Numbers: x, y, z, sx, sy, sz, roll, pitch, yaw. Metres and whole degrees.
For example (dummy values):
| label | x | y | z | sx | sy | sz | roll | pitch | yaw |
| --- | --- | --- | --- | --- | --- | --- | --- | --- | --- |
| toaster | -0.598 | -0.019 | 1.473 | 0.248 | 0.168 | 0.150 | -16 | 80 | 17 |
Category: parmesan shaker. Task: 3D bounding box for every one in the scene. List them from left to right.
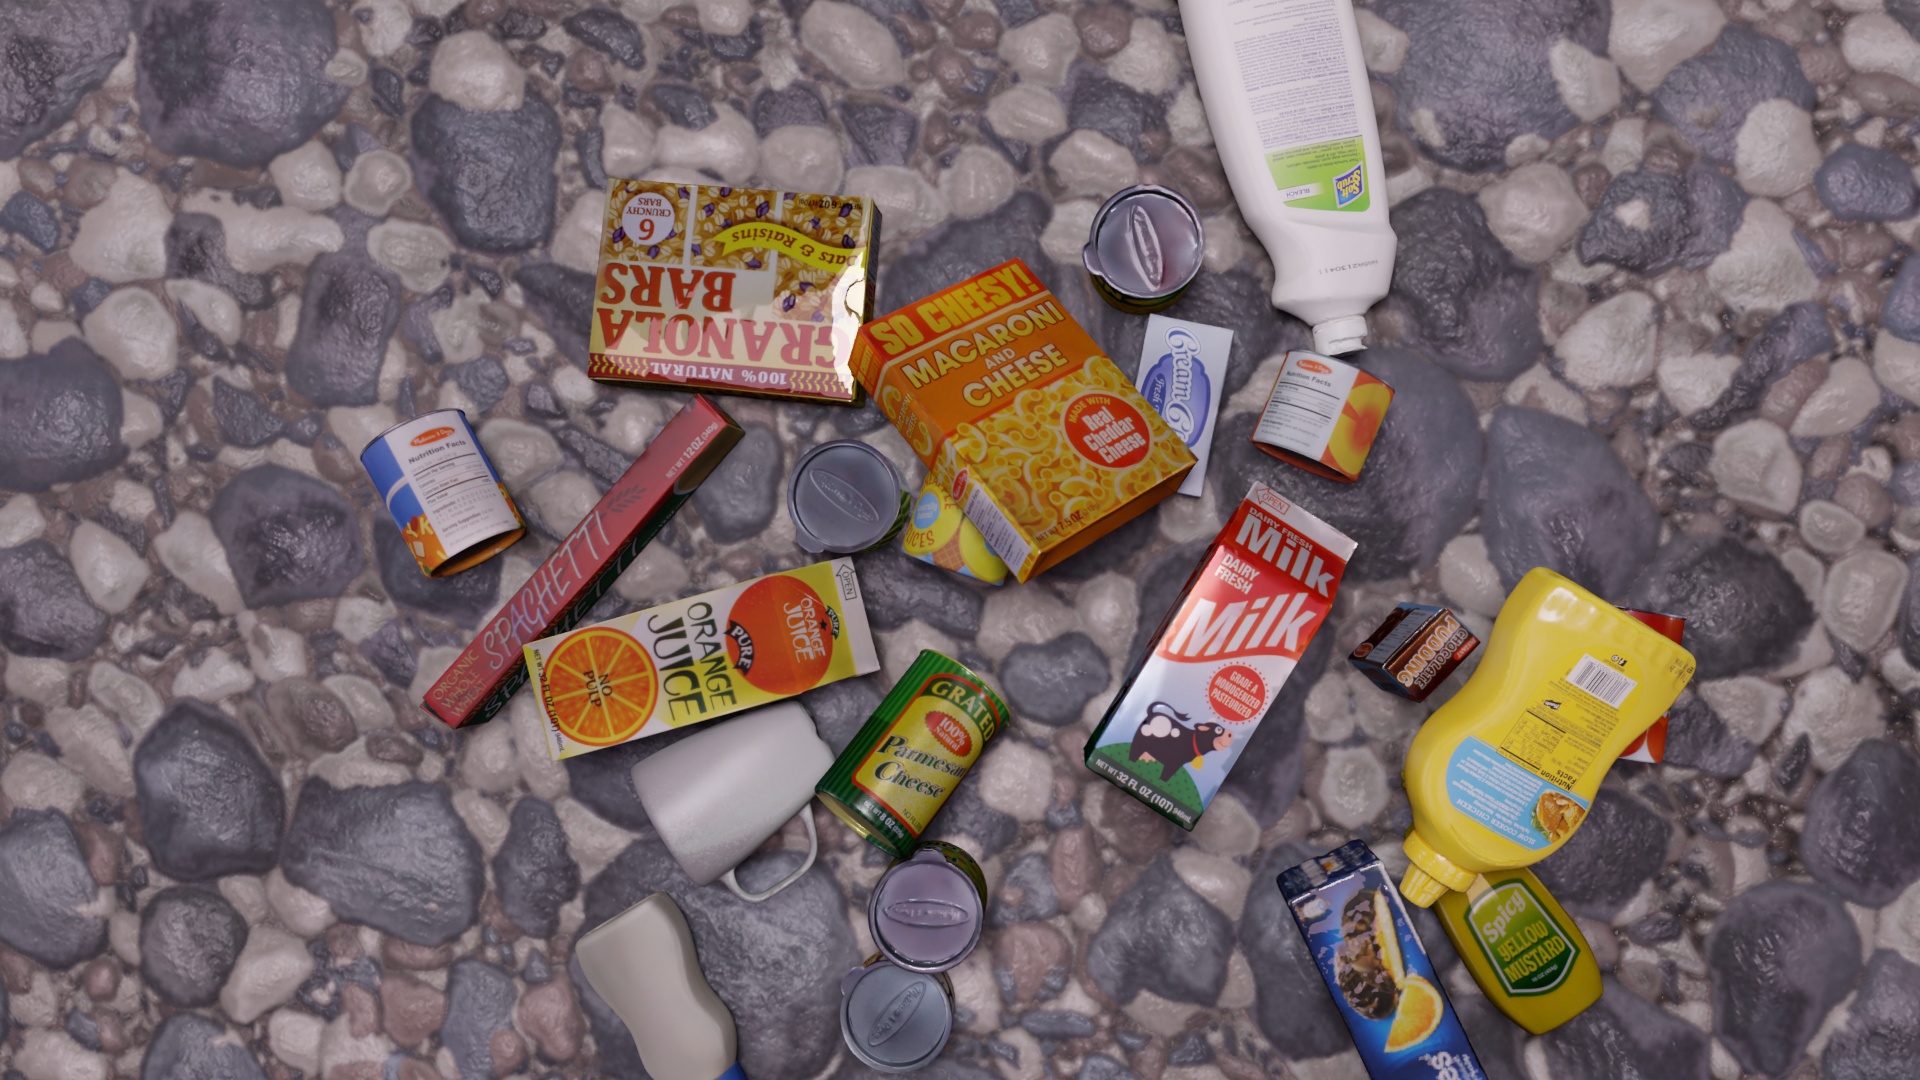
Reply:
| label | x | y | z | sx | sy | sz | roll | pitch | yaw |
| --- | --- | --- | --- | --- | --- | --- | --- | --- | --- |
| parmesan shaker | -0.025 | 0.124 | 0.800 | 0.071 | 0.071 | 0.103 | 37 | 70 | 4 |

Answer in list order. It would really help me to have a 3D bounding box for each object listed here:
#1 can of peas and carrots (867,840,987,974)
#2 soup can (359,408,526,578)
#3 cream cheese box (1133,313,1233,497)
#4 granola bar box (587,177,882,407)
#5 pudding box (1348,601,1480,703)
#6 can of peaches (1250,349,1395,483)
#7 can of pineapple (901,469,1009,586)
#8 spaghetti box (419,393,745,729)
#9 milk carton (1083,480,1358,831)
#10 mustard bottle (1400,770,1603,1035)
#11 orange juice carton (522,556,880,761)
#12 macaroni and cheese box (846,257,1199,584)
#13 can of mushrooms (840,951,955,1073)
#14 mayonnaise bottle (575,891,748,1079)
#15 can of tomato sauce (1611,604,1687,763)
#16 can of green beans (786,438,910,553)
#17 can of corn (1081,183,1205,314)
| label | x | y | z | sx | sy | sz | roll | pitch | yaw |
| --- | --- | --- | --- | --- | --- | --- | --- | --- | --- |
| can of peas and carrots | -0.018 | 0.211 | 0.815 | 0.071 | 0.058 | 0.071 | 0 | 87 | 4 |
| soup can | -0.313 | -0.027 | 0.843 | 0.071 | 0.071 | 0.084 | -30 | 87 | 3 |
| cream cheese box | 0.128 | -0.080 | 0.833 | 0.053 | 0.024 | 0.103 | 11 | 89 | 3 |
| granola bar box | -0.137 | -0.151 | 0.847 | 0.166 | 0.039 | 0.124 | 5 | 89 | 4 |
| pudding box | 0.256 | 0.062 | 0.790 | 0.030 | 0.083 | 0.049 | 44 | 91 | 2 |
| can of peaches | 0.211 | -0.071 | 0.808 | 0.071 | 0.071 | 0.058 | 23 | 90 | 4 |
| can of pineapple | 0.003 | -0.010 | 0.817 | 0.071 | 0.071 | 0.058 | 19 | 90 | 4 |
| spaghetti box | -0.227 | 0.014 | 0.842 | 0.029 | 0.050 | 0.250 | 42 | 91 | 5 |
| milk carton | 0.150 | 0.064 | 0.802 | 0.072 | 0.073 | 0.190 | 33 | 90 | 5 |
| mustard bottle | 0.299 | 0.202 | 0.798 | 0.065 | 0.049 | 0.160 | -35 | 86 | 1 |
| orange juice carton | -0.148 | 0.068 | 0.823 | 0.193 | 0.073 | 0.072 | -16 | 87 | 3 |
| macaroni and cheese box | 0.033 | -0.072 | 0.788 | 0.124 | 0.040 | 0.167 | -29 | 70 | -29 |
| can of mushrooms | -0.038 | 0.277 | 0.827 | 0.071 | 0.033 | 0.071 | 0 | 89 | 4 |
| mayonnaise bottle | -0.169 | 0.289 | 0.833 | 0.065 | 0.041 | 0.148 | -31 | 87 | 4 |
| can of tomato sauce | 0.369 | 0.079 | 0.787 | 0.071 | 0.071 | 0.083 | 9 | 89 | 4 |
| can of green beans | -0.065 | -0.025 | 0.828 | 0.071 | 0.058 | 0.071 | 0 | 88 | 4 |
| can of corn | 0.106 | -0.170 | 0.821 | 0.071 | 0.058 | 0.071 | 0 | 88 | 4 |
